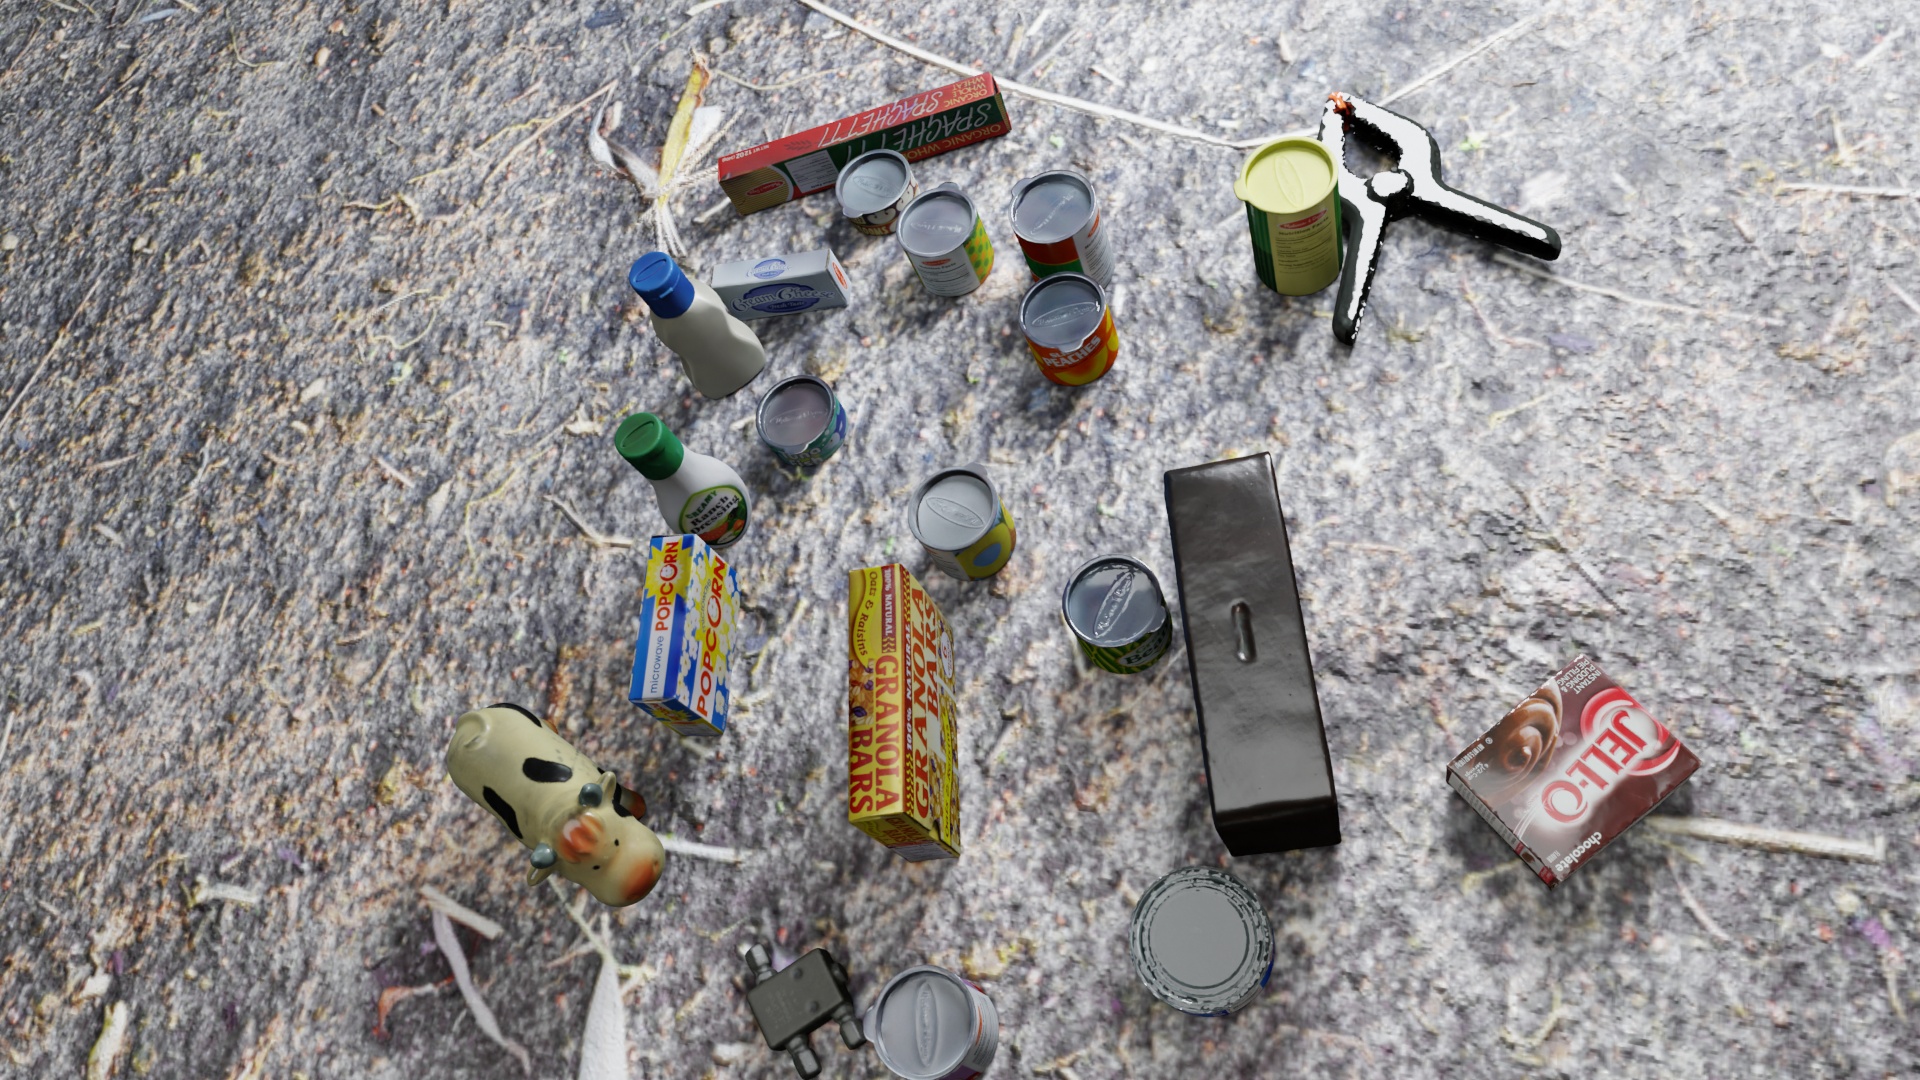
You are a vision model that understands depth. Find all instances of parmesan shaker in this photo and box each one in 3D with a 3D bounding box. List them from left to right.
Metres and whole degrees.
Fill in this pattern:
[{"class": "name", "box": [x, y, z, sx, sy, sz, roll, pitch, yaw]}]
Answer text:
[{"class": "parmesan shaker", "box": [0.237, -0.230, 0.998, 0.071, 0.102, 0.071, -7, 64, 14]}]

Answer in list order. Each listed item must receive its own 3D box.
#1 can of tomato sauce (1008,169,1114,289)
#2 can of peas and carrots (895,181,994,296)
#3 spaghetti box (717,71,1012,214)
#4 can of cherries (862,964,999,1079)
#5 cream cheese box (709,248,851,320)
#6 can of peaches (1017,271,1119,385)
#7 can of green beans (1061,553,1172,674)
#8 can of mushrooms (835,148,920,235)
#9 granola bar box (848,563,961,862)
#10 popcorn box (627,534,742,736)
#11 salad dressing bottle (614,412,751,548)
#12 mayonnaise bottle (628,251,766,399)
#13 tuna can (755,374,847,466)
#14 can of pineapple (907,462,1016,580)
[{"class": "can of tomato sauce", "box": [0.077, -0.231, 1.059, 0.071, 0.083, 0.071, -7, 64, 14]}, {"class": "can of peas and carrots", "box": [-0.011, -0.238, 1.104, 0.071, 0.058, 0.071, -7, 64, 14]}, {"class": "spaghetti box", "box": [-0.081, -0.335, 1.176, 0.250, 0.050, 0.029, -15, 62, 10]}, {"class": "can of cherries", "box": [-0.017, 0.298, 0.851, 0.071, 0.058, 0.072, -7, 64, 14]}, {"class": "cream cheese box", "box": [-0.146, -0.208, 1.134, 0.104, 0.053, 0.024, -5, 65, 15]}, {"class": "can of peaches", "box": [0.082, -0.155, 1.036, 0.071, 0.058, 0.071, -7, 64, 14]}, {"class": "can of green beans", "box": [0.106, 0.050, 0.931, 0.071, 0.057, 0.071, -7, 64, 14]}, {"class": "can of mushrooms", "box": [-0.070, -0.289, 1.160, 0.071, 0.033, 0.071, -7, 64, 14]}, {"class": "granola bar box", "box": [-0.035, 0.114, 0.906, 0.039, 0.124, 0.166, -9, 63, 13]}, {"class": "popcorn box", "box": [-0.196, 0.069, 1.000, 0.038, 0.085, 0.127, -5, 64, 15]}, {"class": "salad dressing bottle", "box": [-0.203, -0.044, 1.020, 0.064, 0.147, 0.044, -39, 61, -2]}, {"class": "mayonnaise bottle", "box": [-0.207, -0.168, 1.080, 0.065, 0.147, 0.041, -35, 61, 0]}, {"class": "tuna can", "box": [-0.123, -0.091, 1.083, 0.071, 0.032, 0.071, -7, 64, 14]}, {"class": "can of pineapple", "box": [0.004, -0.012, 0.993, 0.071, 0.057, 0.071, -7, 64, 14]}]
